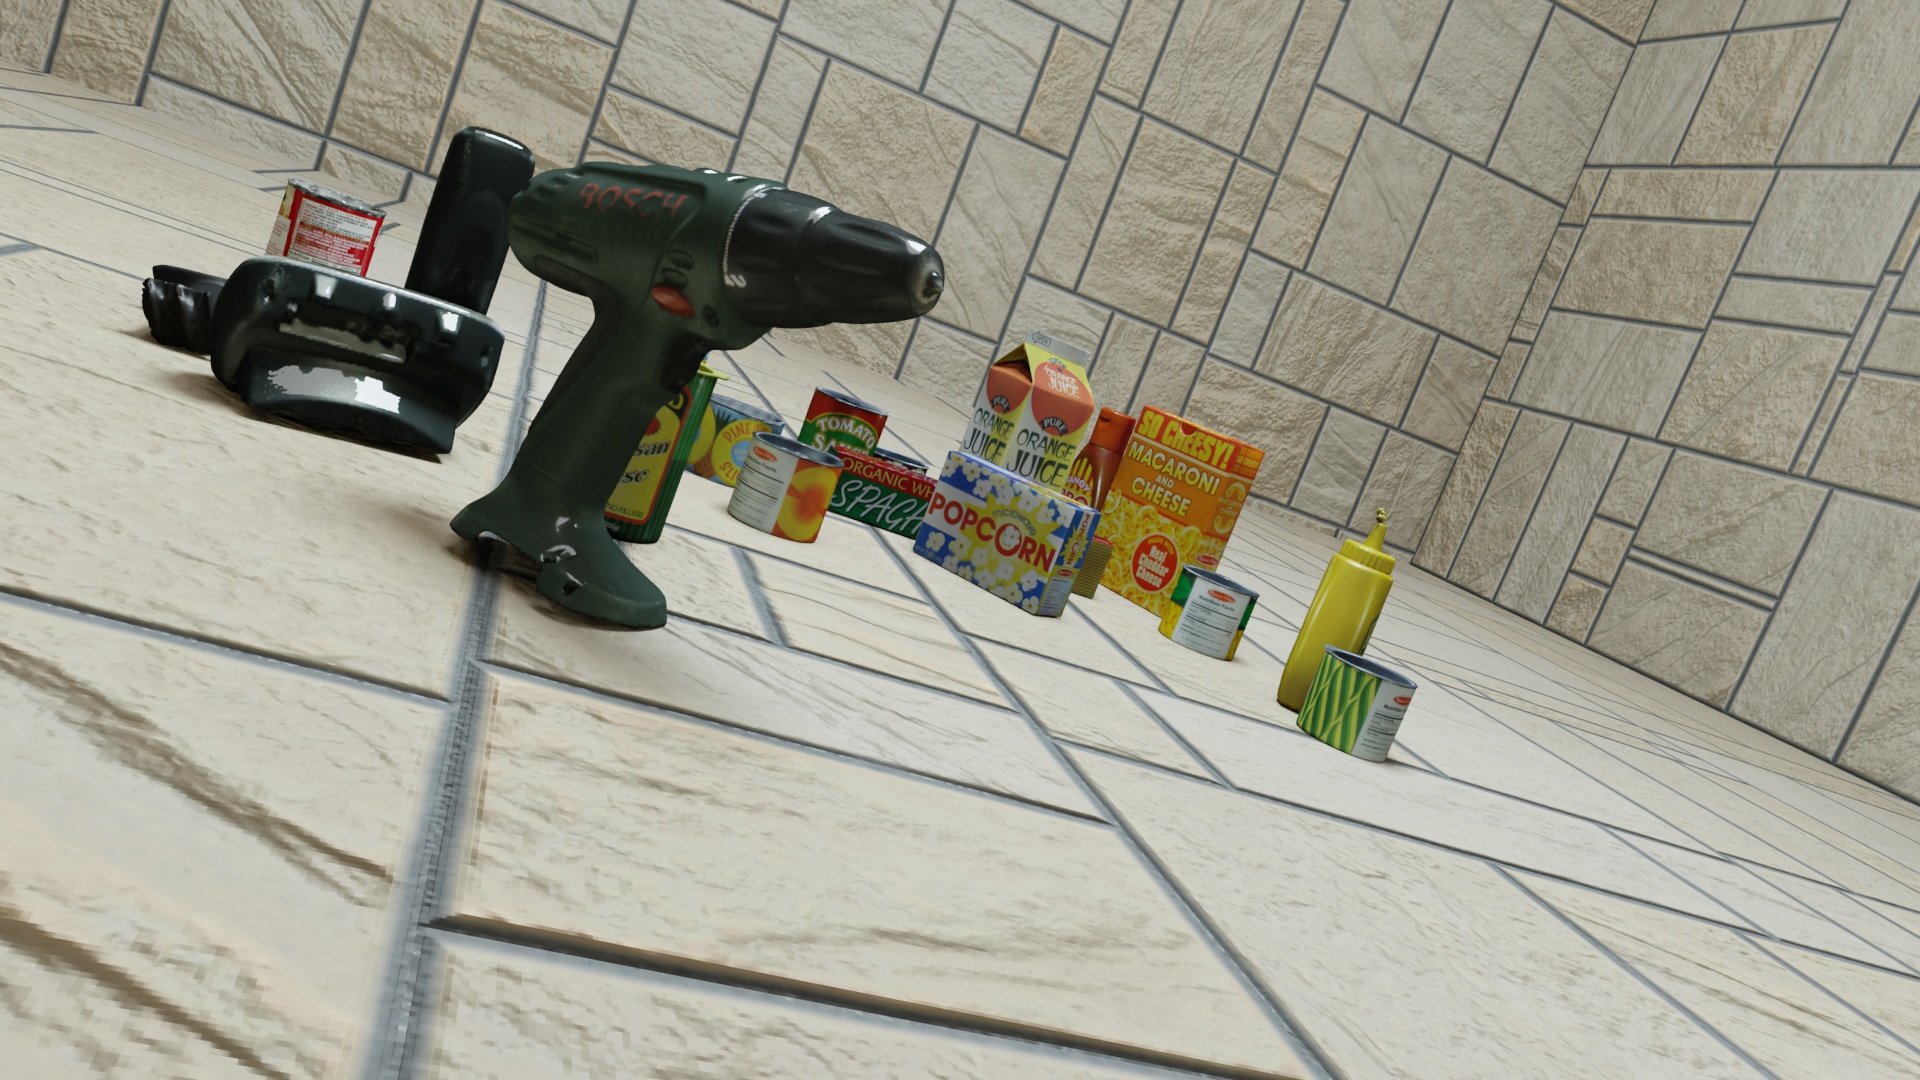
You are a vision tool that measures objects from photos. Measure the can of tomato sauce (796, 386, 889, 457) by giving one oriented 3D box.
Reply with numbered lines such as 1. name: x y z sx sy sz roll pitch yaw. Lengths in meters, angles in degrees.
1. can of tomato sauce: -0.105 -0.079 1.171 0.071 0.083 0.071 21 8 -3

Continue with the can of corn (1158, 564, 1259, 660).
1. can of corn: 0.202 0.058 1.131 0.071 0.058 0.071 21 8 -3

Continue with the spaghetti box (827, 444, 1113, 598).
1. spaghetti box: 0.004 -0.014 1.137 0.250 0.050 0.029 19 8 -15

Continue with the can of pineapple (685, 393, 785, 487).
1. can of pineapple: -0.174 -0.075 1.063 0.071 0.057 0.071 21 8 -3

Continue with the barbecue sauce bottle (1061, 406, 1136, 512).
1. barbecue sauce bottle: 0.129 -0.056 1.364 0.044 0.148 0.065 14 11 -42

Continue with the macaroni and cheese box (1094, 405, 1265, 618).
1. macaroni and cheese box: 0.185 -0.024 1.238 0.040 0.166 0.124 14 11 -42

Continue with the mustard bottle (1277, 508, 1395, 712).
1. mustard bottle: 0.283 0.052 1.021 0.049 0.160 0.065 23 8 16

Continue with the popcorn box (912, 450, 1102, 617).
1. popcorn box: 0.032 -0.006 1.038 0.127 0.085 0.038 27 10 34

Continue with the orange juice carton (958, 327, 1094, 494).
1. orange juice carton: 0.052 -0.083 1.199 0.072 0.192 0.073 16 10 -34

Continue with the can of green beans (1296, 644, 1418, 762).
1. can of green beans: 0.274 0.114 0.964 0.071 0.057 0.071 21 8 -3

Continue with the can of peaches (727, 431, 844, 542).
1. can of peaches: -0.119 -0.036 0.957 0.071 0.058 0.071 21 8 -3

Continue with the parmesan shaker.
1. parmesan shaker: -0.181 -0.056 0.781 0.071 0.103 0.071 21 8 -3

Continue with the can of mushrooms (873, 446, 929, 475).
1. can of mushrooms: -0.068 -0.068 1.350 0.071 0.033 0.071 21 9 -3
